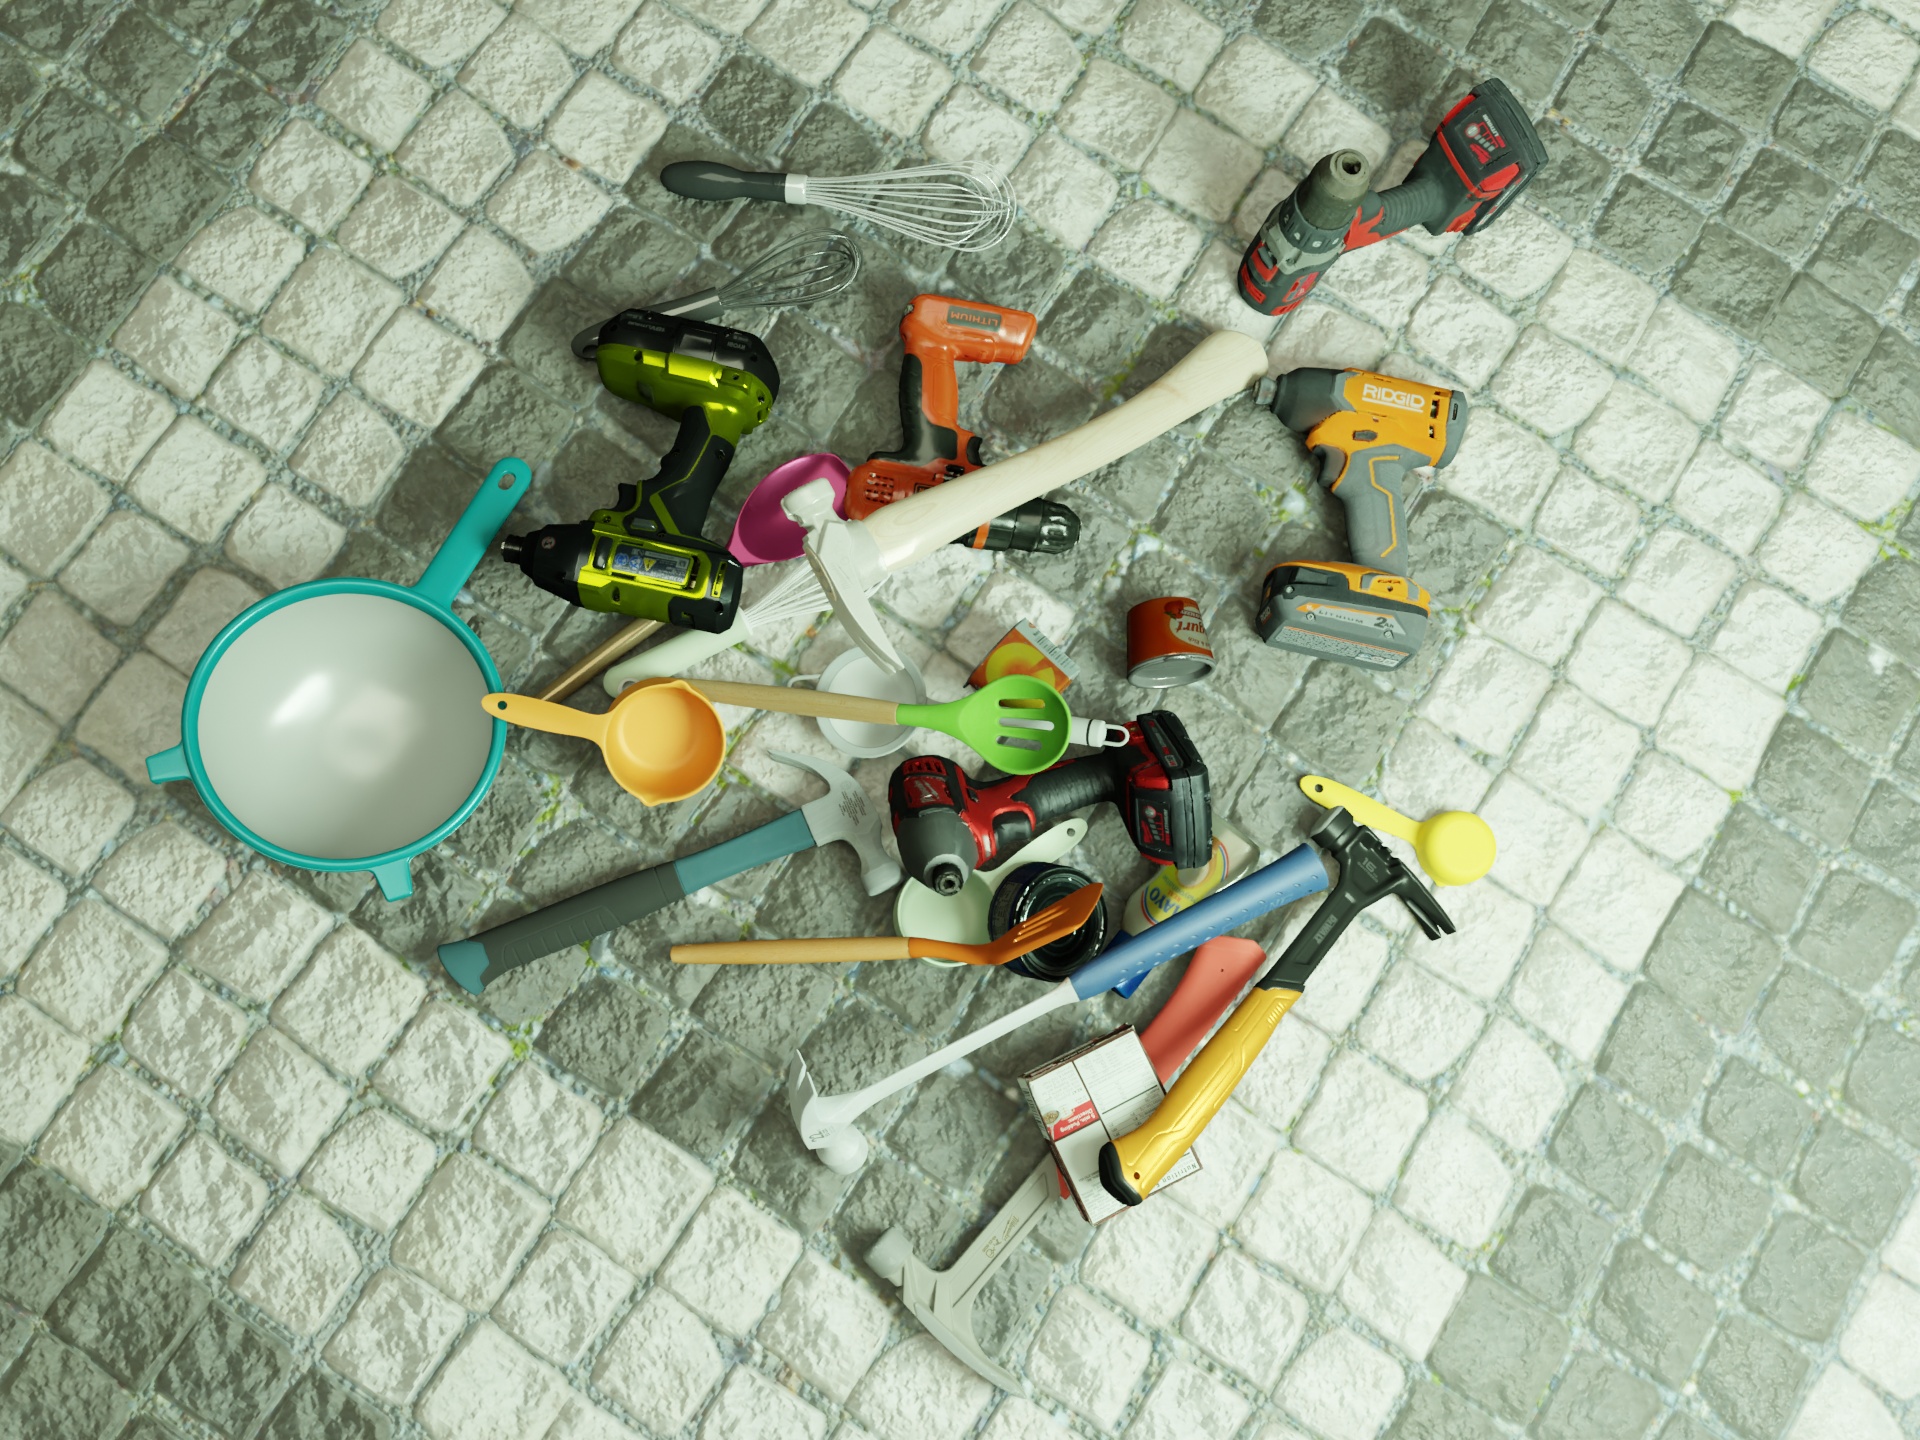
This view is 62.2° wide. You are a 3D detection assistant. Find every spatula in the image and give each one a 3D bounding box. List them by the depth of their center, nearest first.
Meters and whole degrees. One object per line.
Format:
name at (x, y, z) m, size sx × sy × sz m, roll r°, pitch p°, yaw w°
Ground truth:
spatula at (-0.058, 0.151, 1.114) m, size 0.322 × 0.081 × 0.041 m, roll -4°, pitch 104°, yaw 18°

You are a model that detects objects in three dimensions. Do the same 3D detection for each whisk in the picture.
whisk at (-0.156, -0.079, 1.198) m, size 0.246 × 0.057 × 0.059 m, roll -27°, pitch 48°, yaw -6°
whisk at (-0.190, -0.329, 1.240) m, size 0.239 × 0.055 × 0.055 m, roll -20°, pitch 82°, yaw -3°
whisk at (-0.097, -0.419, 1.259) m, size 0.284 × 0.070 × 0.070 m, roll 7°, pitch 80°, yaw 2°

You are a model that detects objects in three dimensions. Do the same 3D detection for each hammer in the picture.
hammer at (0.068, 0.189, 1.099) m, size 0.405 × 0.143 × 0.035 m, roll -27°, pitch 54°, yaw -3°
hammer at (0.217, 0.212, 1.122) m, size 0.127 × 0.034 × 0.337 m, roll 45°, pitch 65°, yaw 2°
hammer at (0.102, 0.302, 1.146) m, size 0.149 × 0.036 × 0.359 m, roll 42°, pitch 81°, yaw 5°
hammer at (-0.217, 0.121, 1.160) m, size 0.331 × 0.033 × 0.128 m, roll -22°, pitch 78°, yaw -6°
hammer at (0.074, -0.184, 1.188) m, size 0.410 × 0.038 × 0.146 m, roll -29°, pitch 94°, yaw -21°

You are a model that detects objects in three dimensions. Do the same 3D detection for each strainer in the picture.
strainer at (-0.408, -0.042, 1.159) m, size 0.211 × 0.095 × 0.340 m, roll 28°, pitch 67°, yaw -6°
strainer at (-0.002, -0.004, 1.164) m, size 0.258 × 0.050 × 0.087 m, roll 8°, pitch 81°, yaw 20°

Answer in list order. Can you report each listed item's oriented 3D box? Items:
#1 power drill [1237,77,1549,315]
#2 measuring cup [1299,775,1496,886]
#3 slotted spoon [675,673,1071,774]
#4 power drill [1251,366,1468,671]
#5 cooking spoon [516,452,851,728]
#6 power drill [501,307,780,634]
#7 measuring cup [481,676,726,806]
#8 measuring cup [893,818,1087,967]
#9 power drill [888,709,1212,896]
power drill at (0.330, -0.404, 1.213) m, size 0.226 × 0.188 × 0.080 m, roll -27°, pitch 83°, yaw -11°
measuring cup at (0.331, 0.076, 1.201) m, size 0.156 × 0.029 × 0.062 m, roll 24°, pitch 79°, yaw 0°
slotted spoon at (-0.068, -0.010, 1.151) m, size 0.314 × 0.031 × 0.070 m, roll 6°, pitch 95°, yaw 18°
power drill at (0.291, -0.165, 1.220) m, size 0.164 × 0.084 × 0.227 m, roll 13°, pitch 75°, yaw 0°
cooking spoon at (-0.209, -0.096, 1.210) m, size 0.319 × 0.017 × 0.069 m, roll -39°, pitch 93°, yaw -9°
power drill at (-0.230, -0.184, 1.176) m, size 0.171 × 0.080 × 0.223 m, roll 12°, pitch 70°, yaw -1°
measuring cup at (-0.257, 0.002, 1.152) m, size 0.173 × 0.052 × 0.095 m, roll 14°, pitch 98°, yaw -15°
measuring cup at (0.024, 0.121, 1.179) m, size 0.167 × 0.038 × 0.083 m, roll -32°, pitch 86°, yaw -21°
power drill at (0.061, 0.065, 1.132) m, size 0.219 × 0.143 × 0.078 m, roll -9°, pitch 117°, yaw -3°
